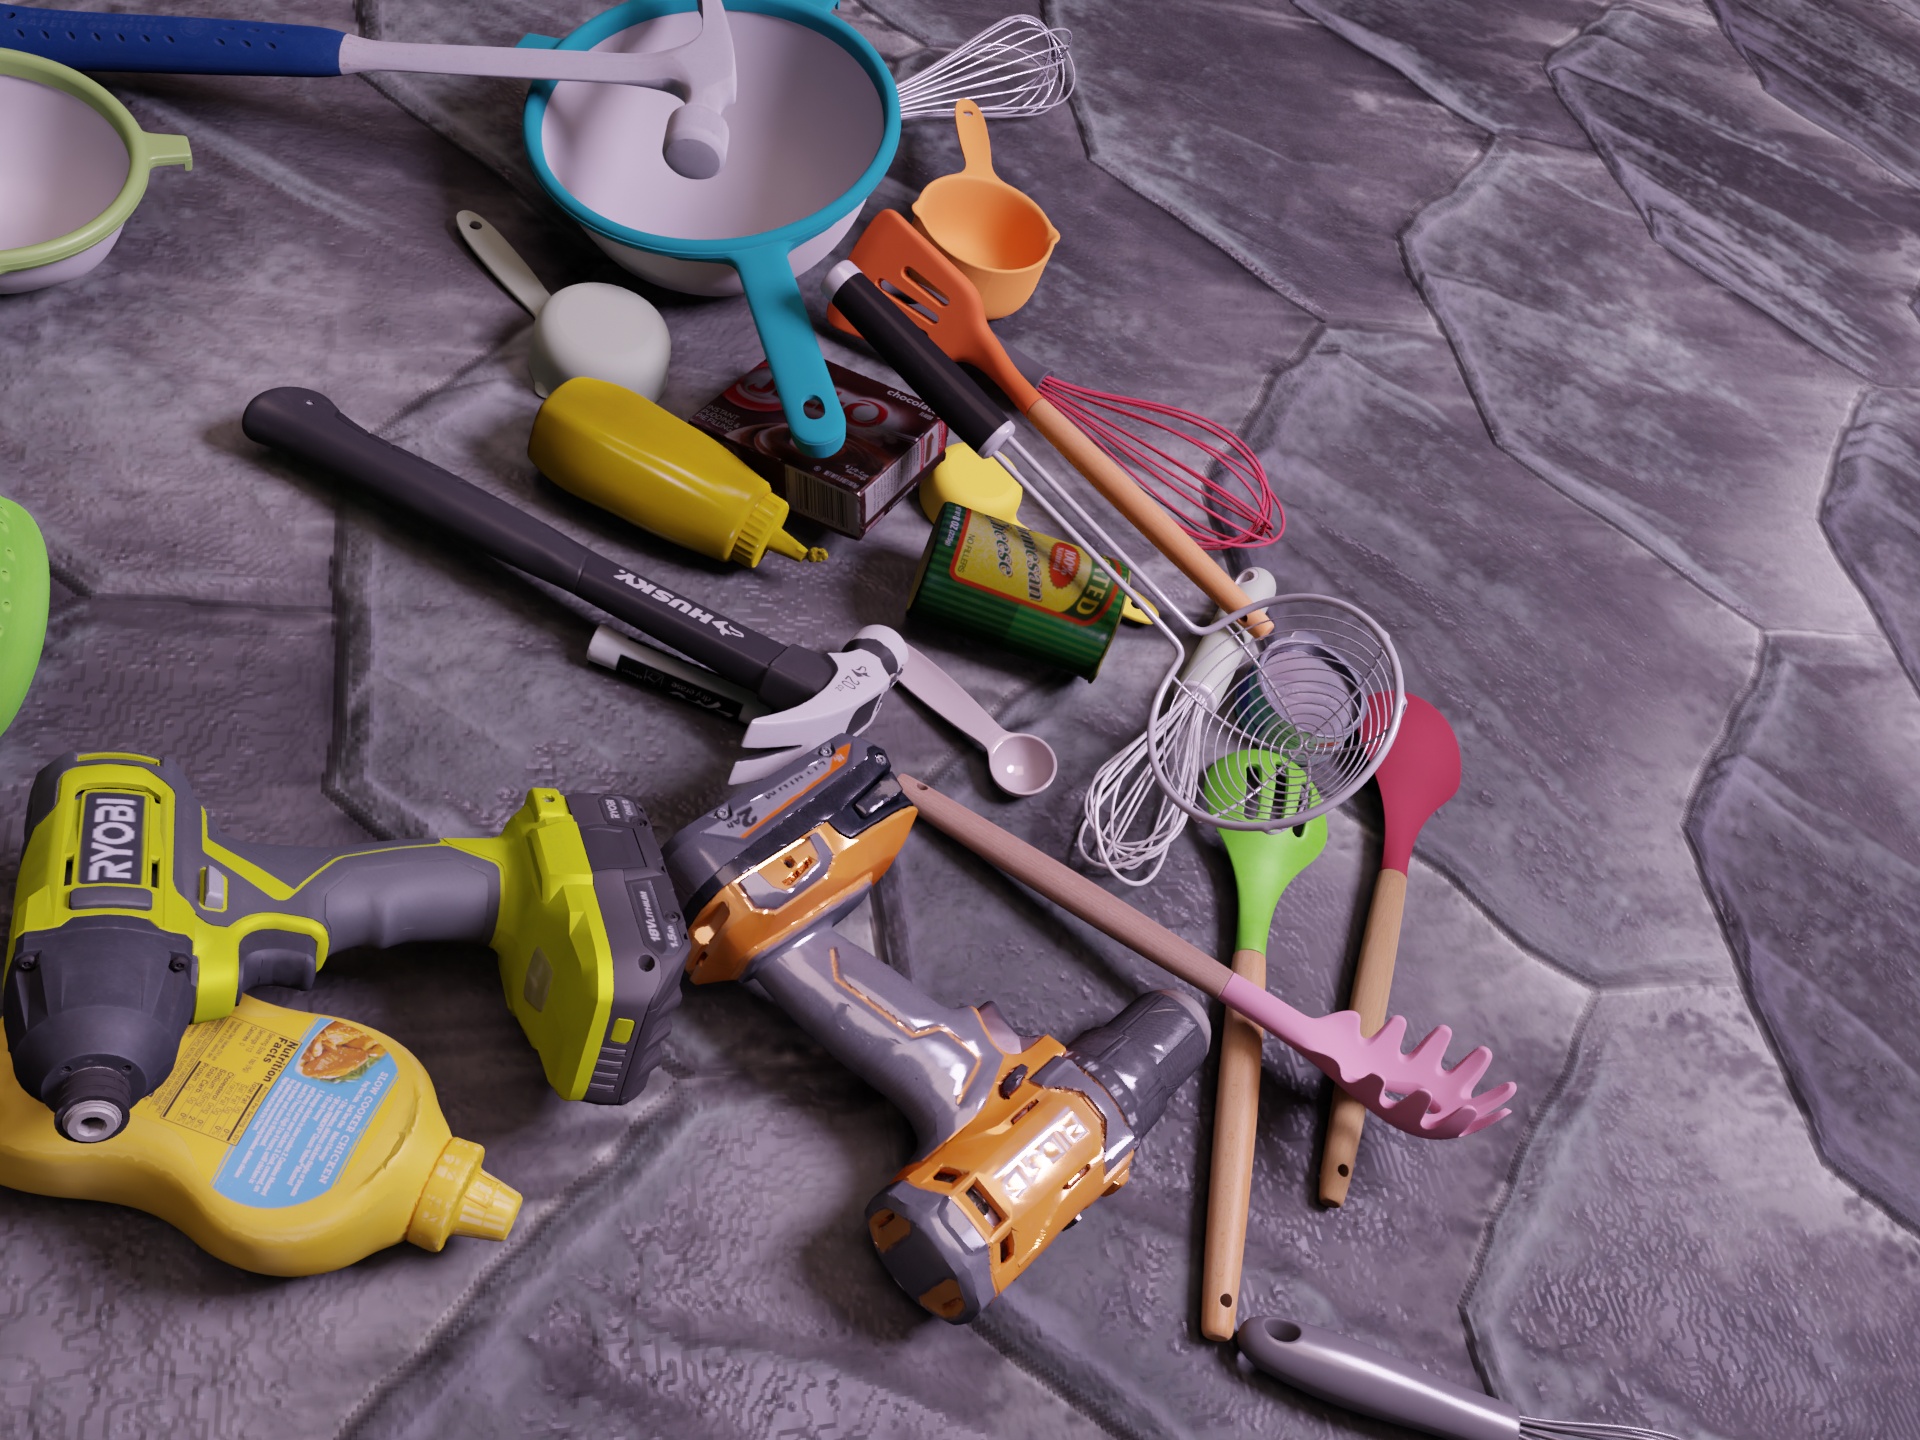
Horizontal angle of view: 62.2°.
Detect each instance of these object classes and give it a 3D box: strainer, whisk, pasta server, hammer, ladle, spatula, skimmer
[{"bbox_3d":[-0.120,-0.265,0.899,0.211,0.095,0.341,-15,65,-10],"label":"strainer"},{"bbox_3d":[0.228,0.302,0.670,0.239,0.055,0.055,21,52,1],"label":"whisk"},{"bbox_3d":[0.103,0.103,0.740,0.316,0.040,0.060,31,28,14],"label":"pasta server"},{"bbox_3d":[-0.194,-0.075,0.762,0.335,0.035,0.146,27,28,5],"label":"hammer"},{"bbox_3d":[0.215,0.101,0.814,0.069,0.031,0.316,27,54,-7],"label":"ladle"},{"bbox_3d":[0.064,-0.187,0.941,0.296,0.073,0.073,34,52,13],"label":"whisk"},{"bbox_3d":[0.053,-0.158,0.894,0.323,0.081,0.041,47,36,14],"label":"spatula"},{"bbox_3d":[0.123,-0.006,0.847,0.059,0.058,0.246,55,45,-23],"label":"whisk"},{"bbox_3d":[0.058,-0.098,0.767,0.127,0.090,0.363,-44,85,3],"label":"skimmer"},{"bbox_3d":[-0.324,-0.368,0.872,0.405,0.035,0.144,3,62,0],"label":"hammer"},{"bbox_3d":[-0.525,-0.282,0.784,0.256,0.069,0.151,29,55,2],"label":"strainer"},{"bbox_3d":[-0.034,-0.417,1.065,0.284,0.070,0.070,-28,70,-28],"label":"whisk"}]

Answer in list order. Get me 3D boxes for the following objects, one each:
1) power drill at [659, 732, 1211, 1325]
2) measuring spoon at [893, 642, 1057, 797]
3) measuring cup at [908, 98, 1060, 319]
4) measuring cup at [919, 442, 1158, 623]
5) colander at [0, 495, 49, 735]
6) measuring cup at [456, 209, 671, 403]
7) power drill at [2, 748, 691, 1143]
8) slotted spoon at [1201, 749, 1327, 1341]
[{"bbox_3d":[-0.007,0.115,0.693,0.185,0.084,0.226,-32,76,-36],"label":"power drill"},{"bbox_3d":[-0.001,-0.003,0.817,0.124,0.018,0.034,41,66,18],"label":"measuring spoon"},{"bbox_3d":[0.005,-0.326,1.017,0.095,0.052,0.174,5,54,-16],"label":"measuring cup"},{"bbox_3d":[0.048,-0.105,0.891,0.156,0.029,0.062,33,52,8],"label":"measuring cup"},{"bbox_3d":[-0.414,0.035,0.590,0.094,0.204,0.397,16,63,-53],"label":"colander"},{"bbox_3d":[-0.226,-0.238,0.879,0.083,0.038,0.168,-34,75,-34],"label":"measuring cup"},{"bbox_3d":[-0.224,0.084,0.589,0.223,0.080,0.171,5,31,-29],"label":"power drill"},{"bbox_3d":[0.139,0.136,0.762,0.070,0.031,0.314,18,54,-7],"label":"slotted spoon"}]
